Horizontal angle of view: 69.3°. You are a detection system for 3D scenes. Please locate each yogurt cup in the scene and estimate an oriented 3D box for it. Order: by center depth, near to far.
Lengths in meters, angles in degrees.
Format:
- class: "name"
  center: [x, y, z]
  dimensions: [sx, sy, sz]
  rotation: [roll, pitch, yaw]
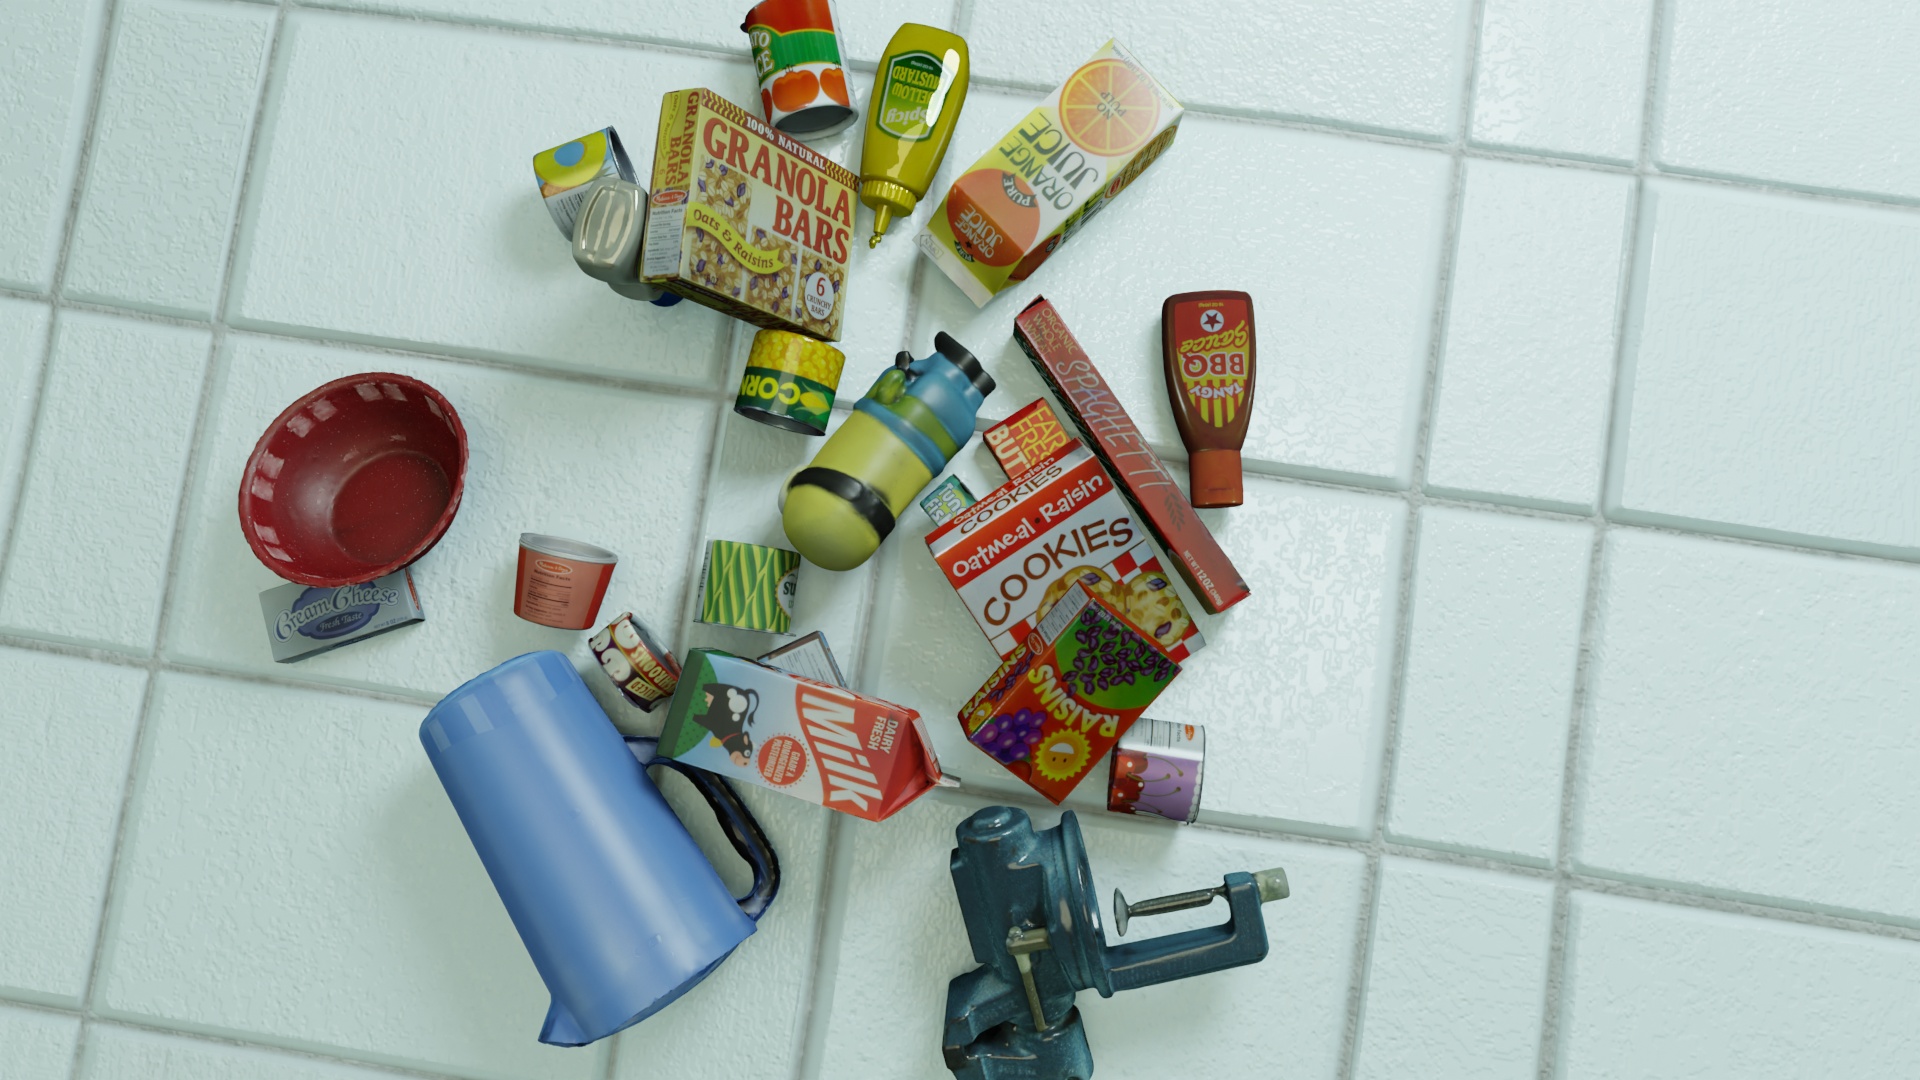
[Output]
- class: "yogurt cup"
  center: [-0.276, 0.029, 0.961]
  dimensions: [0.072, 0.072, 0.054]
  rotation: [14, 94, 3]

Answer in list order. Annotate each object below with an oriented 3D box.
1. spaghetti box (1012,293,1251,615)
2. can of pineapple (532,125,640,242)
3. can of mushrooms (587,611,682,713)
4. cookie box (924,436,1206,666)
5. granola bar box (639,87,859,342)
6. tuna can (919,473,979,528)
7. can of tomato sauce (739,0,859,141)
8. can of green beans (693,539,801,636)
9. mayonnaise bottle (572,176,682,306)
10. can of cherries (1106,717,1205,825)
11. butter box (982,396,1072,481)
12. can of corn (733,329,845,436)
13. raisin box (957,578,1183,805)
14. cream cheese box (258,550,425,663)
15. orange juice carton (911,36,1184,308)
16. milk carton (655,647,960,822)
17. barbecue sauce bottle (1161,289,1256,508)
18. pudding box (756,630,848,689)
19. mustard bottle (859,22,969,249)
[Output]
- class: "spaghetti box"
  center: [0.115, -0.058, 0.961]
  dimensions: [0.029, 0.050, 0.250]
  rotation: [-34, 85, -2]
- class: "can of pineapple"
  center: [-0.262, -0.253, 0.984]
  dimensions: [0.058, 0.071, 0.071]
  rotation: [-20, 85, 1]
- class: "can of mushrooms"
  center: [-0.220, 0.084, 0.950]
  dimensions: [0.033, 0.071, 0.071]
  rotation: [-39, 85, -3]
- class: "cookie box"
  center: [0.071, 0.034, 0.925]
  dimensions: [0.123, 0.040, 0.167]
  rotation: [-33, 113, -1]
- class: "granola bar box"
  center: [-0.137, -0.211, 0.928]
  dimensions: [0.039, 0.165, 0.124]
  rotation: [3, 84, 32]
- class: "tuna can"
  center: [0.003, -0.012, 0.950]
  dimensions: [0.033, 0.071, 0.071]
  rotation: [-40, 85, -1]
- class: "can of tomato sauce"
  center: [-0.114, -0.334, 0.985]
  dimensions: [0.071, 0.071, 0.083]
  rotation: [-13, 86, 1]
- class: "can of green beans"
  center: [-0.146, 0.032, 0.954]
  dimensions: [0.071, 0.071, 0.058]
  rotation: [9, 85, 3]
- class: "mayonnaise bottle"
  center: [-0.217, -0.192, 0.934]
  dimensions: [0.041, 0.148, 0.065]
  rotation: [16, 87, 4]
- class: "can of cherries"
  center: [0.131, 0.156, 0.934]
  dimensions: [0.058, 0.071, 0.071]
  rotation: [7, 86, 3]
- class: "butter box"
  center: [0.063, -0.044, 0.974]
  dimensions: [0.053, 0.024, 0.103]
  rotation: [-32, 85, -1]
- class: "can of corn"
  center: [-0.119, -0.110, 0.963]
  dimensions: [0.071, 0.071, 0.058]
  rotation: [14, 85, 3]
- class: "raisin box"
  center: [0.070, 0.100, 0.903]
  dimensions: [0.086, 0.040, 0.123]
  rotation: [38, 98, -23]
- class: "cream cheese box"
  center: [-0.438, 0.047, 0.984]
  dimensions: [0.104, 0.024, 0.053]
  rotation: [-18, 83, 0]
- class: "orange juice carton"
  center: [0.060, -0.250, 0.968]
  dimensions: [0.193, 0.073, 0.072]
  rotation: [-43, 86, -1]
- class: "milk carton"
  center: [-0.091, 0.131, 0.909]
  dimensions: [0.191, 0.072, 0.073]
  rotation: [17, 86, 3]
- class: "barbecue sauce bottle"
  center: [0.175, -0.097, 0.966]
  dimensions: [0.065, 0.043, 0.148]
  rotation: [-2, 85, 1]
- class: "pudding box"
  center: [-0.103, 0.110, 0.964]
  dimensions: [0.050, 0.030, 0.084]
  rotation: [-25, 85, -1]
- class: "mustard bottle"
  center: [-0.039, -0.283, 0.986]
  dimensions: [0.065, 0.049, 0.160]
  rotation: [14, 86, 3]
